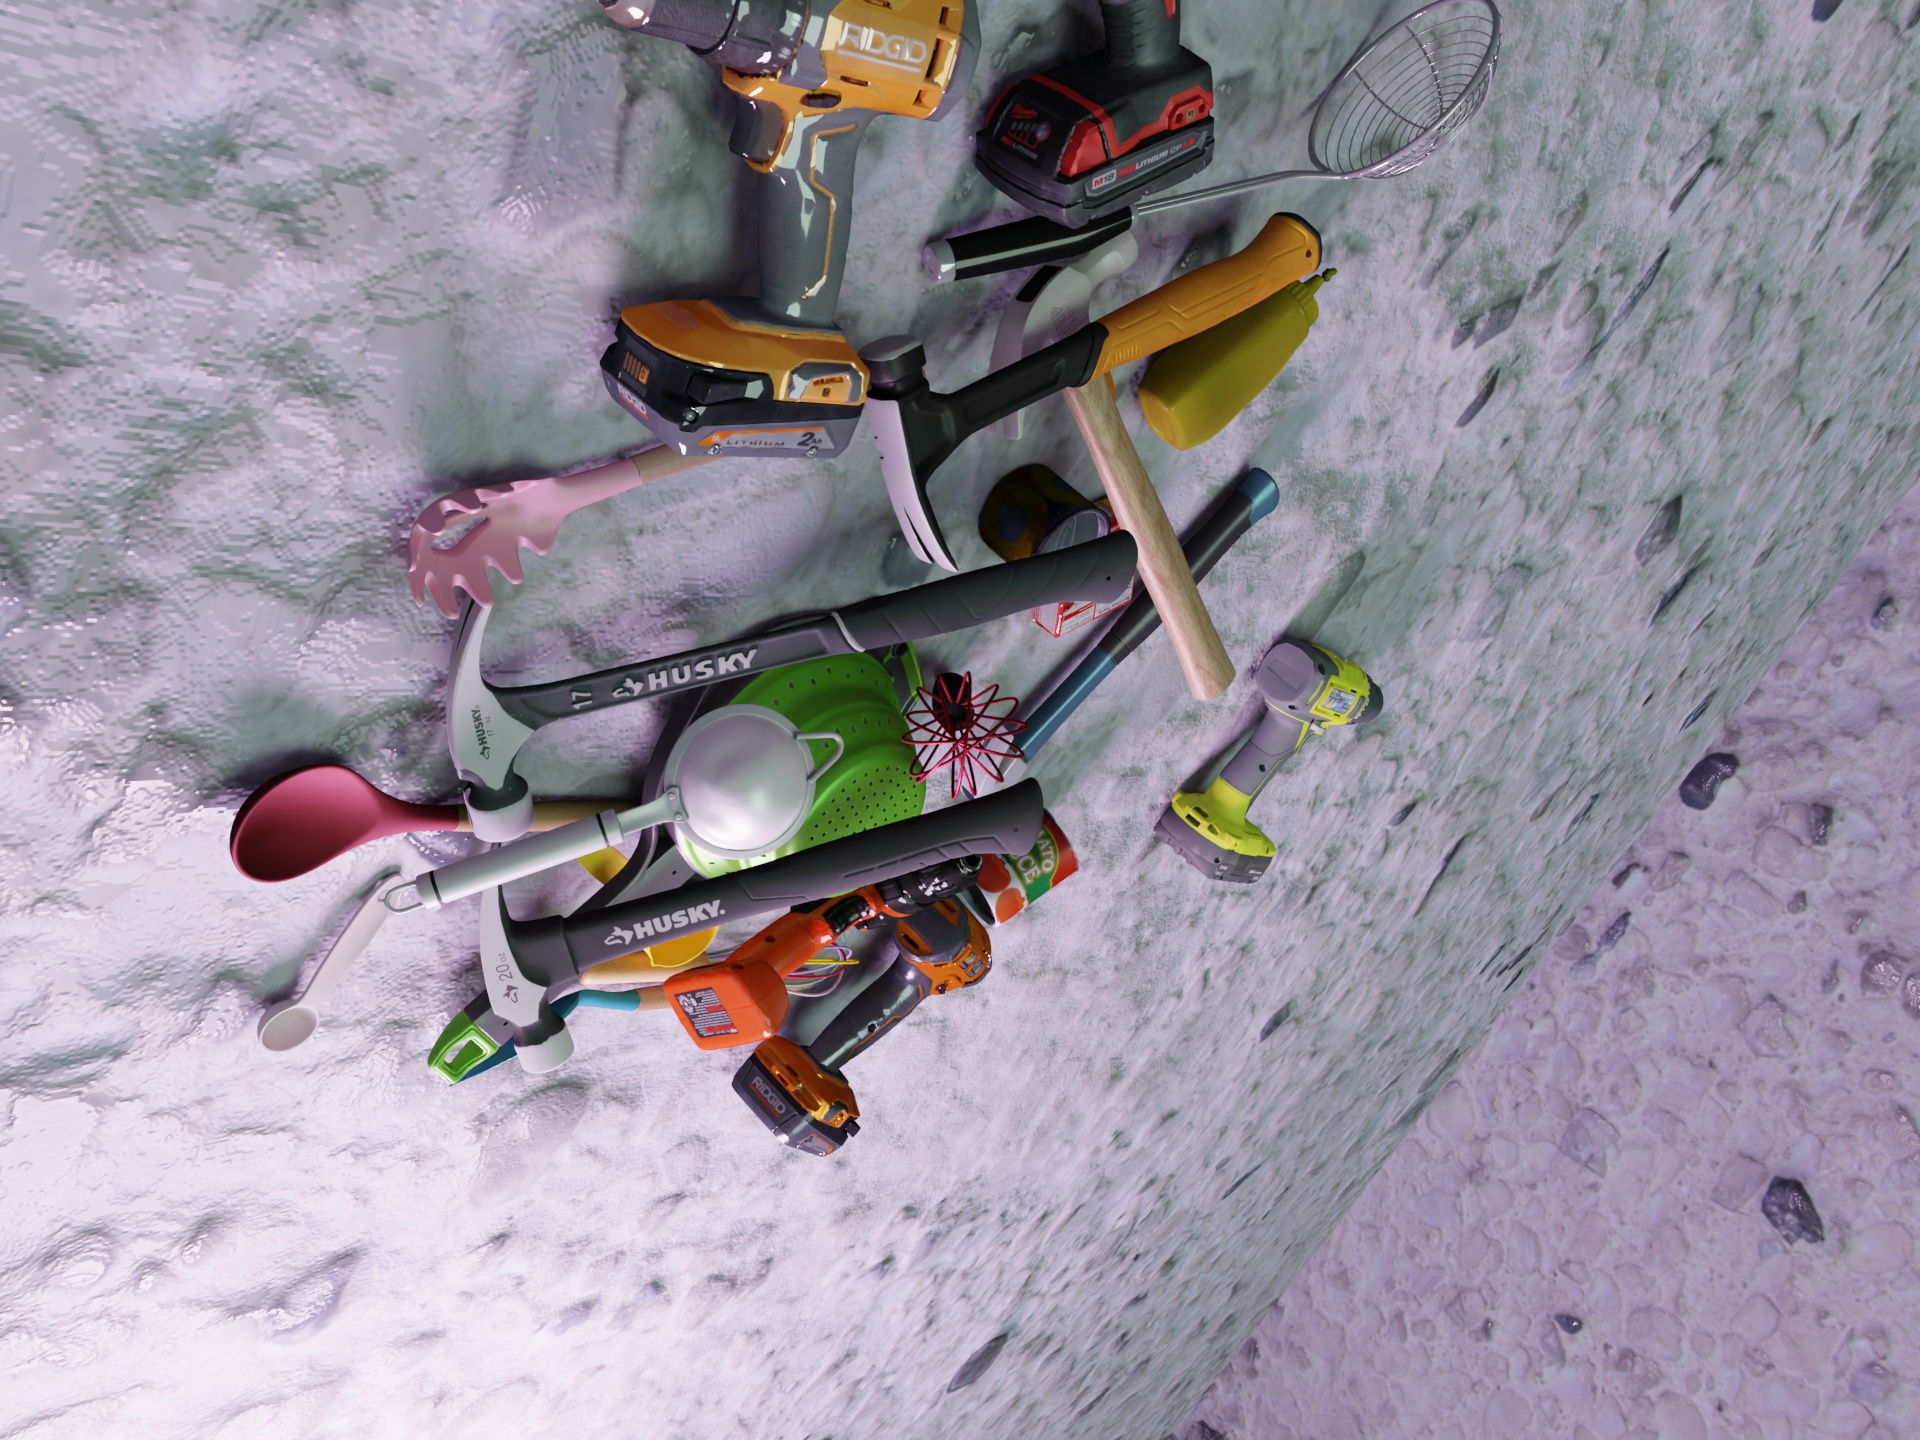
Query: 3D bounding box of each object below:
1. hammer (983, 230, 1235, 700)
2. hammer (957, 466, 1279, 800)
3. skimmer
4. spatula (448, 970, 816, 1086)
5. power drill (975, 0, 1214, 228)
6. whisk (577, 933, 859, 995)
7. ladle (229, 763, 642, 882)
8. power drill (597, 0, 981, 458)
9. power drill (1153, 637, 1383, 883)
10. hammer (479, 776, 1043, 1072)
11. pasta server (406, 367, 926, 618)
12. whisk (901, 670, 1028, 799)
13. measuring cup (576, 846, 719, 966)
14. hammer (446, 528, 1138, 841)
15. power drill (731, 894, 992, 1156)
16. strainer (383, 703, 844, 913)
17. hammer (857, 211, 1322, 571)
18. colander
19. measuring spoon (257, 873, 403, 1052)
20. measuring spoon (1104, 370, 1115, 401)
[{"bbox_3d":[0.108,-0.135,0.998,0.130,0.031,0.331,-45,130,-18],"label":"hammer"},{"bbox_3d":[0.120,-0.059,1.199,0.331,0.033,0.128,-47,154,0],"label":"hammer"},{"bbox_3d":[0.142,-0.328,0.895,0.363,0.127,0.090,-19,117,-17],"label":"skimmer"},{"bbox_3d":[-0.209,0.205,1.115,0.082,0.044,0.317,-28,162,33],"label":"spatula"},{"bbox_3d":[0.063,-0.363,0.765,0.143,0.079,0.219,-30,142,-23],"label":"power drill"},{"bbox_3d":[-0.165,0.171,1.130,0.244,0.047,0.051,7,110,-47],"label":"whisk"},{"bbox_3d":[-0.265,0.054,0.901,0.315,0.031,0.069,3,117,-52],"label":"ladle"},{"bbox_3d":[-0.098,-0.237,0.719,0.185,0.084,0.226,-8,128,-44],"label":"power drill"},{"bbox_3d":[0.295,0.037,1.471,0.190,0.080,0.228,14,113,-53],"label":"power drill"},{"bbox_3d":[-0.111,0.091,0.919,0.334,0.035,0.146,-16,113,-8],"label":"hammer"},{"bbox_3d":[-0.141,-0.133,0.822,0.316,0.040,0.060,-26,144,-30],"label":"pasta server"},{"bbox_3d":[-0.002,-0.003,0.976,0.073,0.073,0.296,-48,-174,4],"label":"whisk"},{"bbox_3d":[-0.210,0.108,1.028,0.062,0.029,0.156,-47,140,-10],"label":"measuring cup"},{"bbox_3d":[-0.082,-0.051,0.892,0.409,0.036,0.149,-16,127,-20],"label":"hammer"},{"bbox_3d":[-0.064,0.243,1.286,0.226,0.084,0.164,-46,156,-6],"label":"power drill"},{"bbox_3d":[-0.180,0.057,0.854,0.258,0.050,0.087,-19,103,-12],"label":"strainer"},{"bbox_3d":[0.090,-0.209,0.908,0.337,0.034,0.127,-32,124,-28],"label":"hammer"},{"bbox_3d":[-0.147,0.096,0.977,0.397,0.095,0.204,-43,144,-15],"label":"colander"},{"bbox_3d":[-0.357,0.134,0.902,0.124,0.018,0.034,-54,147,0],"label":"measuring spoon"},{"bbox_3d":[0.079,-0.226,0.995,0.021,0.011,0.116,-44,151,-4],"label":"measuring spoon"}]
